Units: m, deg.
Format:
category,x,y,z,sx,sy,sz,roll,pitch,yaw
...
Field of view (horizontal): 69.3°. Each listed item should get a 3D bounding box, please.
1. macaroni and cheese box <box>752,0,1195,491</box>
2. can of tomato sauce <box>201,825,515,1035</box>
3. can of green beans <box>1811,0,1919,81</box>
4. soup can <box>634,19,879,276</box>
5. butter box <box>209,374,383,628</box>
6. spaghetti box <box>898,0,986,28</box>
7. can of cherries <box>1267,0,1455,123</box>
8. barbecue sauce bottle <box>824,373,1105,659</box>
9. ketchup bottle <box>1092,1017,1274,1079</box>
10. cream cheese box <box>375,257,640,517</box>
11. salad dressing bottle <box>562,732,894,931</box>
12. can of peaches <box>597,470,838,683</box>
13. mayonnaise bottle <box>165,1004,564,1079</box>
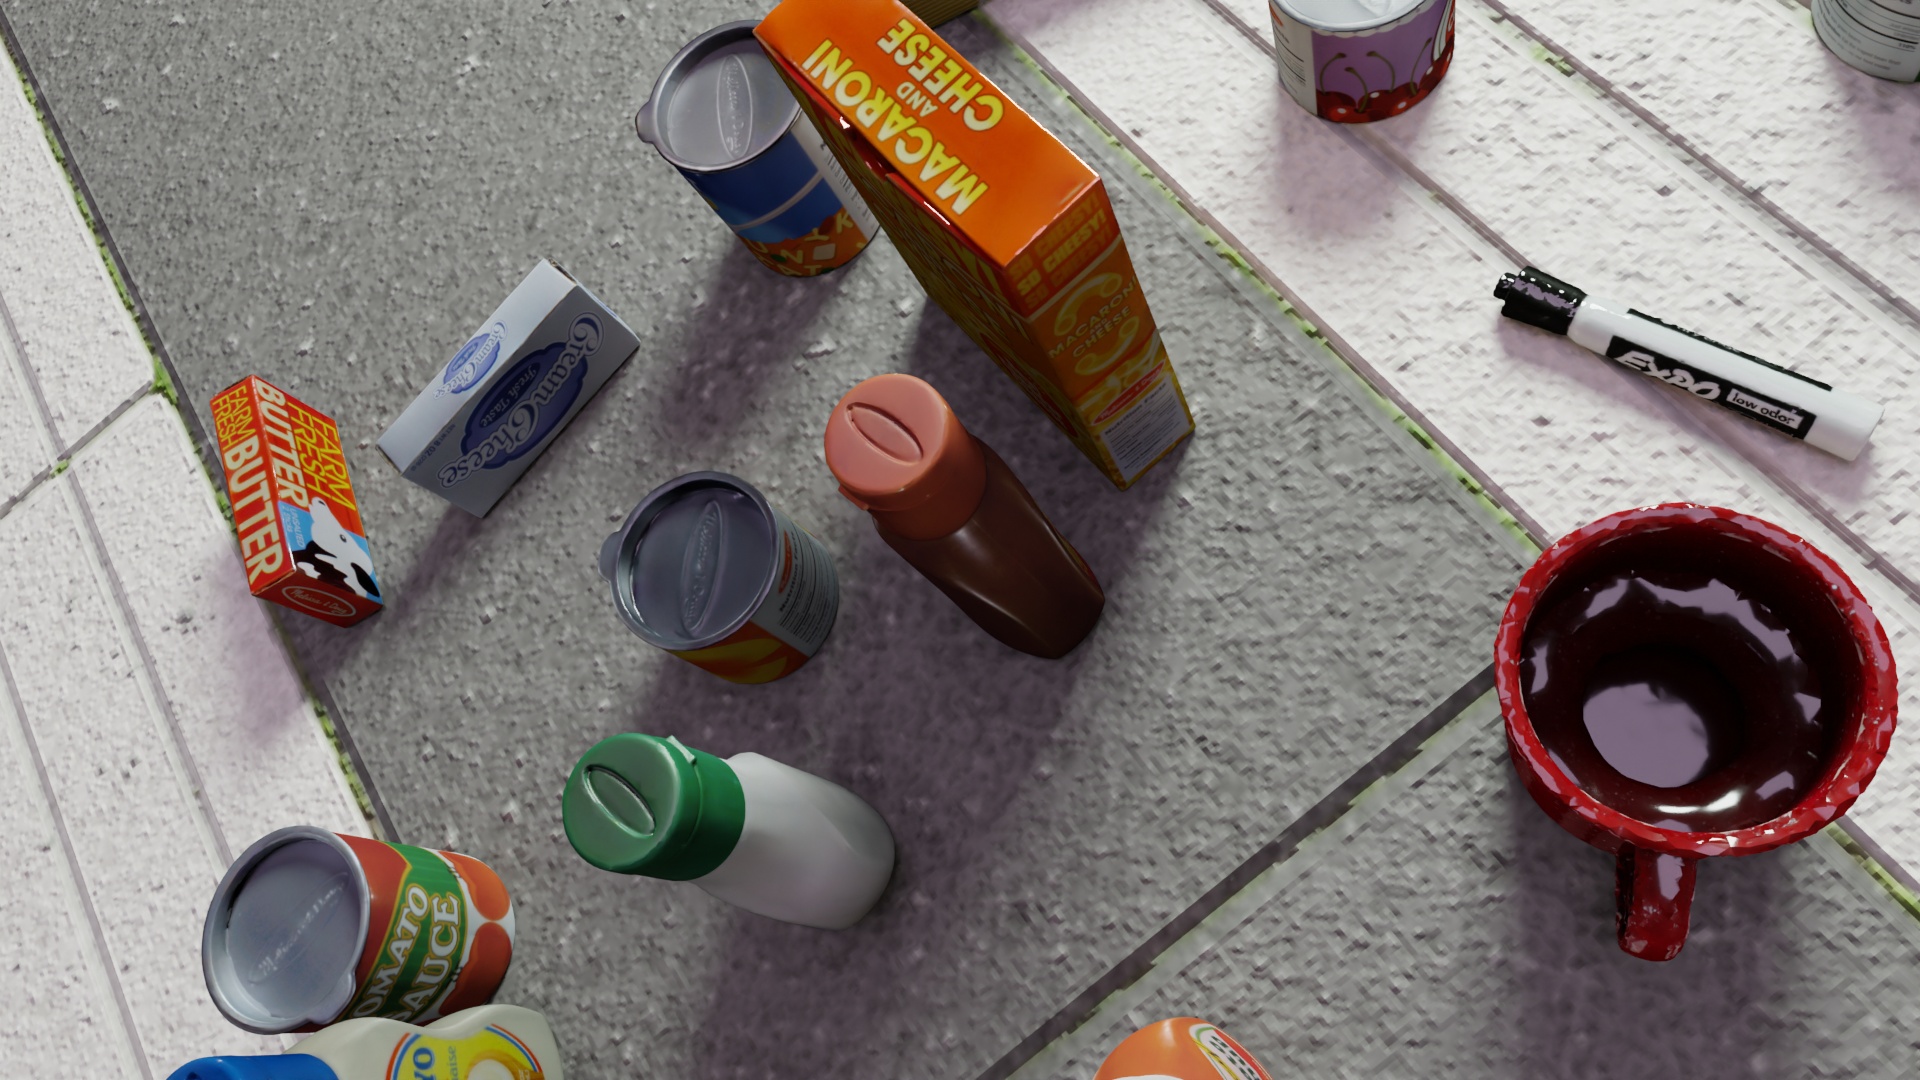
category,x,y,z,sx,sy,sz,roll,pitch,yaw
macaroni and cheese box,0.011,-0.095,0.456,0.040,0.166,0.124,-42,64,1
can of tomato sauce,-0.208,0.140,0.492,0.071,0.083,0.071,-6,70,17
can of green beans,0.319,-0.192,0.448,0.071,0.057,0.071,-6,70,17
soup can,-0.076,-0.152,0.551,0.071,0.083,0.071,-6,70,17
butter box,-0.281,-0.016,0.588,0.024,0.053,0.104,-29,65,7
spaghetti box,0.072,-0.278,0.566,0.250,0.050,0.029,-22,66,10
can of cherries,0.149,-0.196,0.506,0.071,0.058,0.071,-6,70,17
barbecue sauce bottle,0.002,-0.005,0.437,0.065,0.148,0.043,38,87,26
ketchup bottle,0.058,0.157,0.361,0.043,0.148,0.065,-38,64,3
cream cheese box,-0.184,-0.062,0.572,0.024,0.053,0.104,40,87,26
salad dressing bottle,-0.067,0.089,0.427,0.064,0.147,0.044,36,86,25
can of peaches,-0.087,0.015,0.510,0.071,0.058,0.071,-6,70,17
mayonnaise bottle,-0.180,0.179,0.433,0.041,0.148,0.065,-20,67,11
